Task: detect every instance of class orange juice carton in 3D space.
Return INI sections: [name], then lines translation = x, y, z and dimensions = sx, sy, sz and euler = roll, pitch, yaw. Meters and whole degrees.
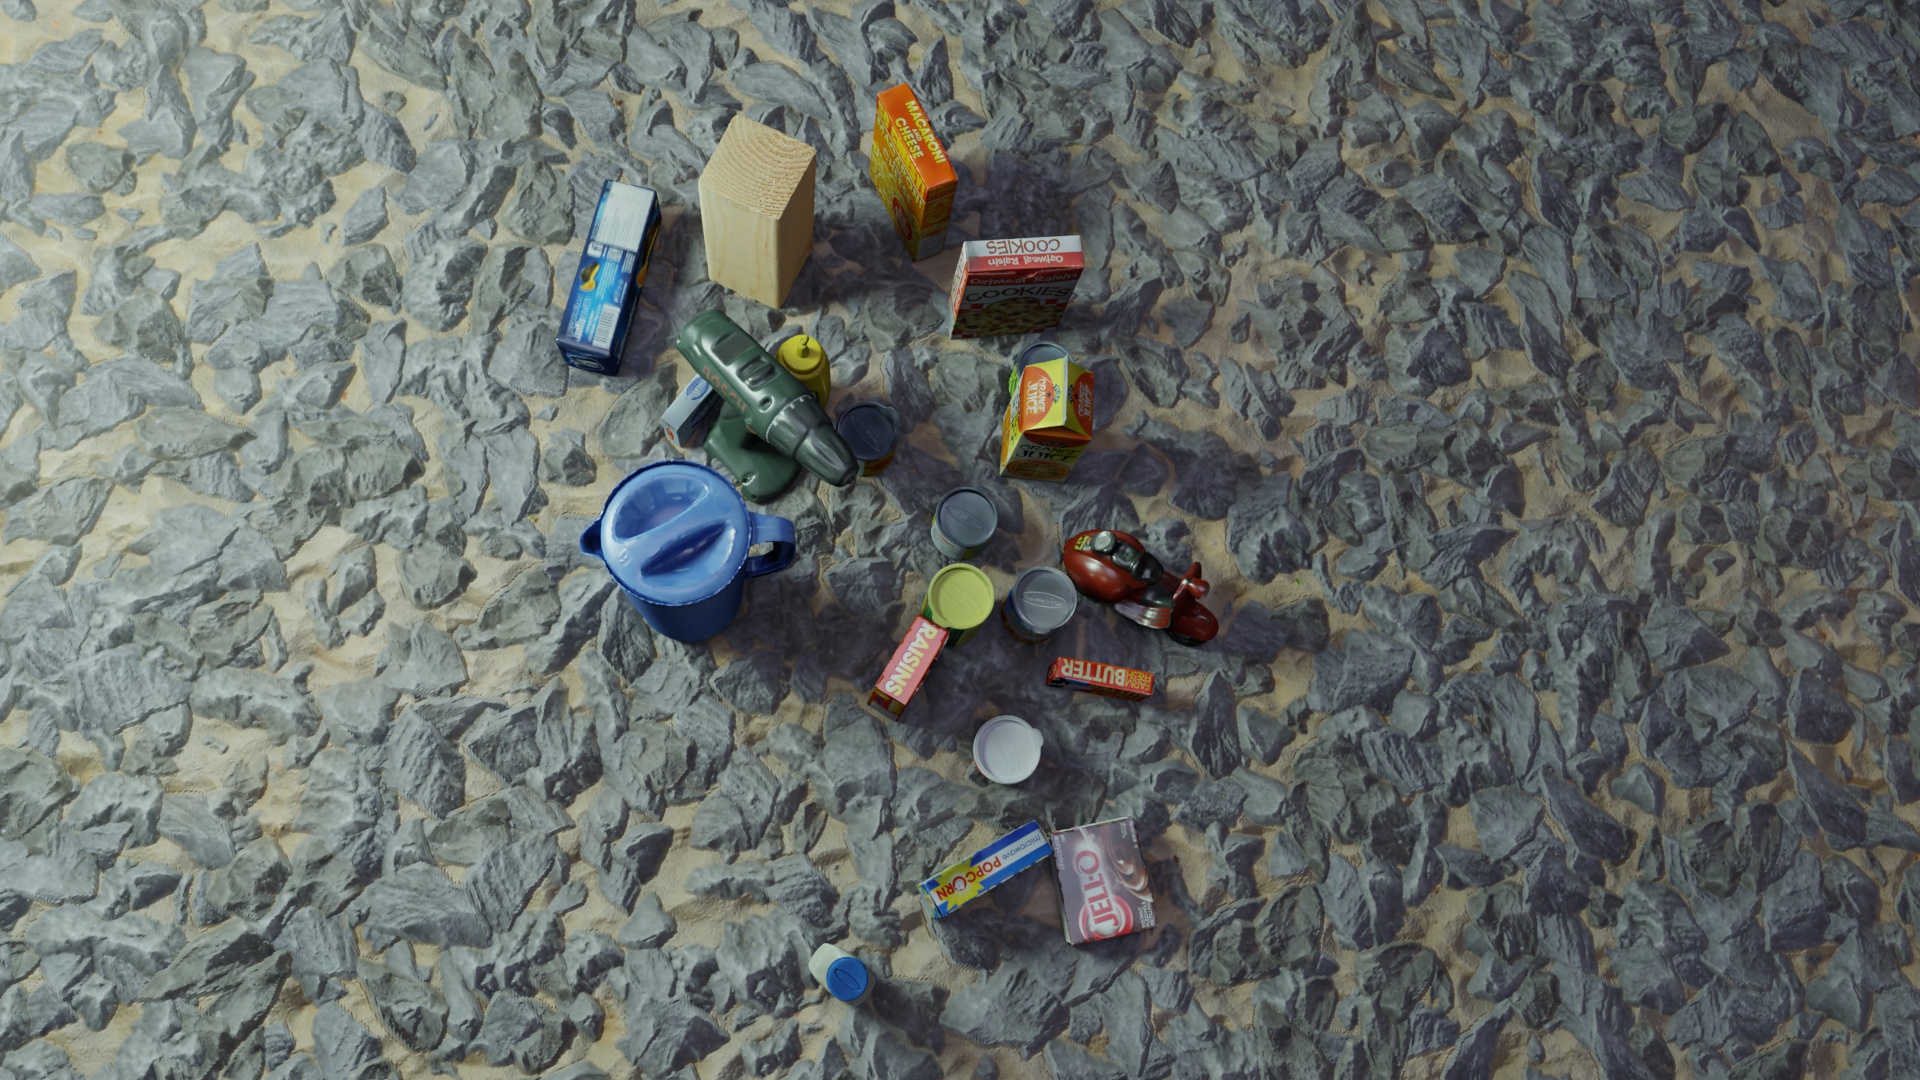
[orange juice carton]
translation = 0.091, -0.124, 1.433
dimensions = 0.073, 0.192, 0.072
euler = 6, 74, -6

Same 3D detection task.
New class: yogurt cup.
[yogurt cup]
translation = 0.044, 0.214, 1.404
dimensions = 0.072, 0.053, 0.072
euler = 2, 74, -7

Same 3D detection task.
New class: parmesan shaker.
[parmesan shaker]
translation = -0.007, 0.070, 1.413
dimensions = 0.071, 0.102, 0.071
euler = 2, 75, -7

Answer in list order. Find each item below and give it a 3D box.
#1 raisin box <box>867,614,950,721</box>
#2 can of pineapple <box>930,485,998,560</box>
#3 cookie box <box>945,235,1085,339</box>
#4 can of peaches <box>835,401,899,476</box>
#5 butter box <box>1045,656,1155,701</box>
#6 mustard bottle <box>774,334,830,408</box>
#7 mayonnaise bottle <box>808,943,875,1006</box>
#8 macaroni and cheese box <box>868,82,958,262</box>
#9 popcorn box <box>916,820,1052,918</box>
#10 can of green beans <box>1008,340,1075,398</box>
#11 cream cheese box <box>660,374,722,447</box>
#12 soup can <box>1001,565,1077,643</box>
[raisin box]
translation = -0.053, 0.129, 1.379
dimensions = 0.040, 0.123, 0.086
euler = 31, 73, 2
[can of pineapple]
translation = 0.005, -0.018, 1.462
dimensions = 0.071, 0.057, 0.071
euler = 2, 74, -7
[cookie box]
translation = 0.055, -0.268, 1.482
dimensions = 0.123, 0.167, 0.040
euler = -6, 76, -9
[can of peaches]
translation = -0.098, -0.108, 1.474
dimensions = 0.071, 0.058, 0.071
euler = 2, 74, -7
[butter box]
translation = 0.145, 0.144, 1.437
dimensions = 0.103, 0.053, 0.024
euler = 11, 74, -4
[mustard bottle]
translation = -0.165, -0.175, 1.431
dimensions = 0.065, 0.159, 0.049
euler = 6, 74, -6
[mayonnaise bottle]
translation = -0.108, 0.402, 1.282
dimensions = 0.065, 0.147, 0.041
euler = 37, 74, 4
[macaroni and cheese box]
translation = -0.053, -0.395, 1.505
dimensions = 0.040, 0.166, 0.124
euler = -24, 79, -13
[popcorn box]
translation = 0.023, 0.321, 1.355
dimensions = 0.127, 0.085, 0.038
euler = -27, 80, -14
[can of green beans]
translation = 0.089, -0.177, 1.518
dimensions = 0.071, 0.057, 0.071
euler = 2, 74, -7
[cream cheese box]
translation = -0.274, -0.151, 1.466
dimensions = 0.024, 0.053, 0.104
euler = 36, 73, 3
[soup can]
translation = 0.079, 0.070, 1.434
dimensions = 0.071, 0.083, 0.071
euler = 2, 75, -7
